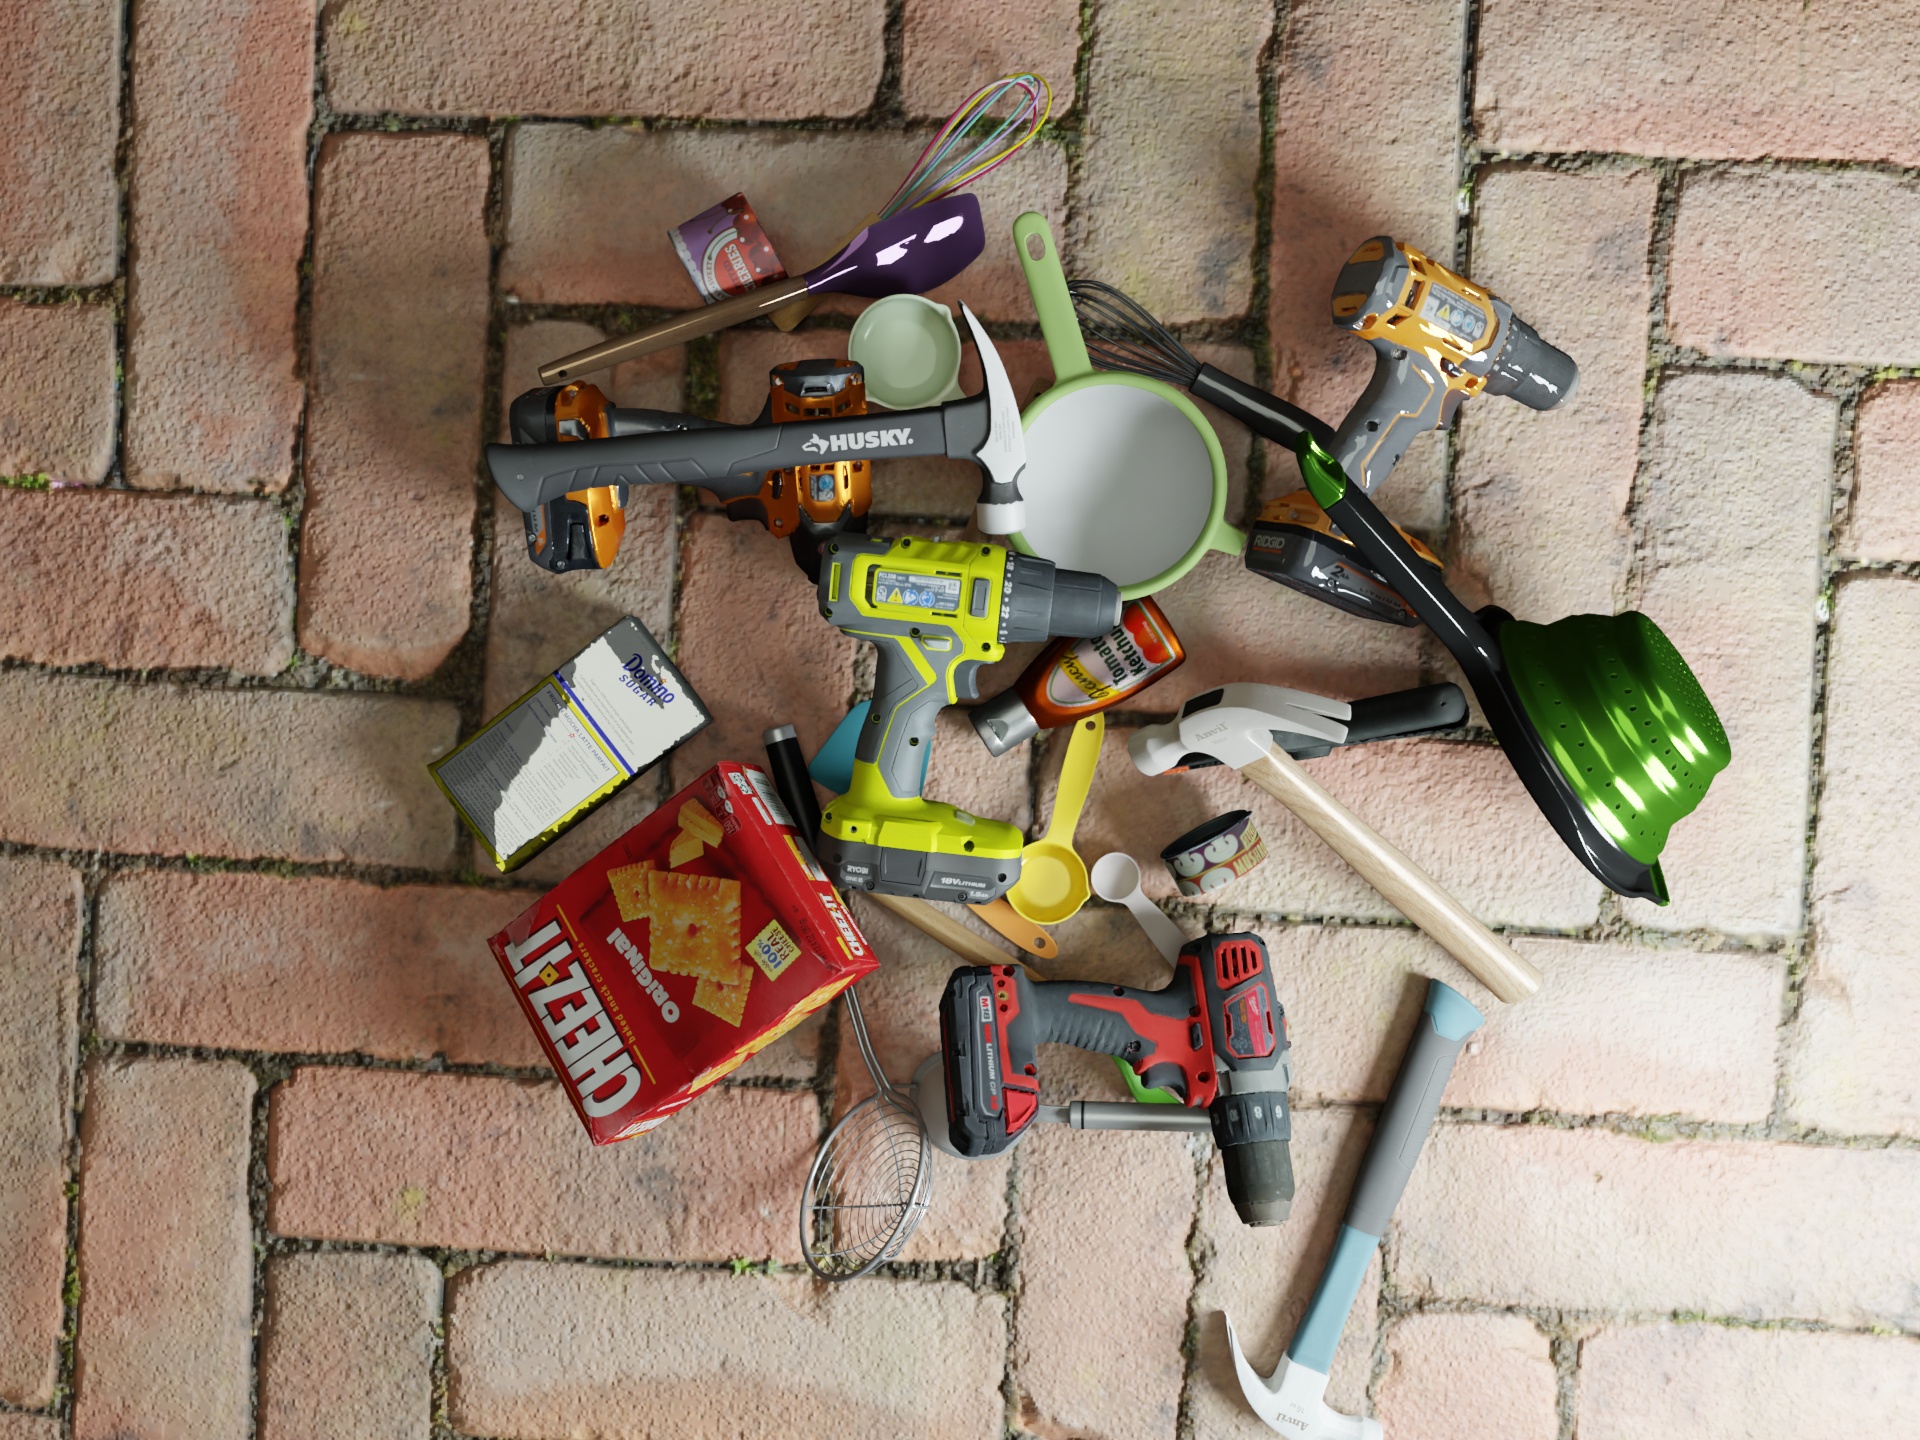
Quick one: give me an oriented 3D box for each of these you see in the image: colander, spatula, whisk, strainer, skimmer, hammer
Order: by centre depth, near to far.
[{"bbox_3d":[0.351,-0.051,0.955,0.094,0.205,0.396,-34,116,30],"label":"colander"},{"bbox_3d":[-0.127,-0.176,0.997,0.334,0.035,0.146,-6,111,-3],"label":"hammer"},{"bbox_3d":[0.266,0.085,1.027,0.331,0.130,0.031,39,49,-21],"label":"hammer"},{"bbox_3d":[0.084,-0.208,1.053,0.151,0.069,0.256,-16,102,12],"label":"strainer"},{"bbox_3d":[-0.127,-0.278,1.055,0.316,0.018,0.059,-22,131,-12],"label":"spatula"},{"bbox_3d":[-0.099,0.184,1.071,0.090,0.127,0.363,-13,86,-42],"label":"skimmer"},{"bbox_3d":[0.162,-0.232,1.076,0.239,0.055,0.055,27,92,-3],"label":"whisk"},{"bbox_3d":[0.071,0.267,1.077,0.258,0.050,0.087,0,106,7],"label":"strainer"},{"bbox_3d":[-0.035,-0.351,1.079,0.245,0.051,0.047,-41,96,5],"label":"whisk"},{"bbox_3d":[-0.007,-0.086,1.087,0.082,0.044,0.317,24,91,1],"label":"spatula"},{"bbox_3d":[0.282,0.338,1.095,0.128,0.033,0.331,21,92,0],"label":"hammer"}]

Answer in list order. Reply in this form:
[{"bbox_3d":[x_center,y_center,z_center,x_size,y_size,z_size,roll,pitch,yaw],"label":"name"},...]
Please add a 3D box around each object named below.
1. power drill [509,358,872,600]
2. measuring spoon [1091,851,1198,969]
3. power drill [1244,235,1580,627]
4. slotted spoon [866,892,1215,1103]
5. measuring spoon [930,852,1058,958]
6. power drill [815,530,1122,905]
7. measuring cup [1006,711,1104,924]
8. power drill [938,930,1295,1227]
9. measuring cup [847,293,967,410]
[{"bbox_3d":[-0.172,-0.152,1.061,0.226,0.084,0.164,-3,110,0],"label":"power drill"},{"bbox_3d":[0.135,0.141,1.105,0.034,0.018,0.124,-40,97,0],"label":"measuring spoon"},{"bbox_3d":[0.302,-0.178,1.047,0.185,0.084,0.226,19,93,-22],"label":"power drill"},{"bbox_3d":[0.053,0.183,1.100,0.314,0.031,0.070,32,94,2],"label":"slotted spoon"},{"bbox_3d":[0.021,0.128,1.108,0.117,0.011,0.021,37,103,-3],"label":"measuring spoon"},{"bbox_3d":[-0.002,-0.003,1.029,0.190,0.080,0.228,7,100,2],"label":"power drill"},{"bbox_3d":[0.072,0.065,1.101,0.062,0.029,0.156,16,80,2],"label":"measuring cup"},{"bbox_3d":[0.106,0.237,1.030,0.226,0.080,0.188,-3,69,-7],"label":"power drill"},{"bbox_3d":[-0.007,-0.221,1.091,0.167,0.038,0.083,42,95,-17],"label":"measuring cup"}]
